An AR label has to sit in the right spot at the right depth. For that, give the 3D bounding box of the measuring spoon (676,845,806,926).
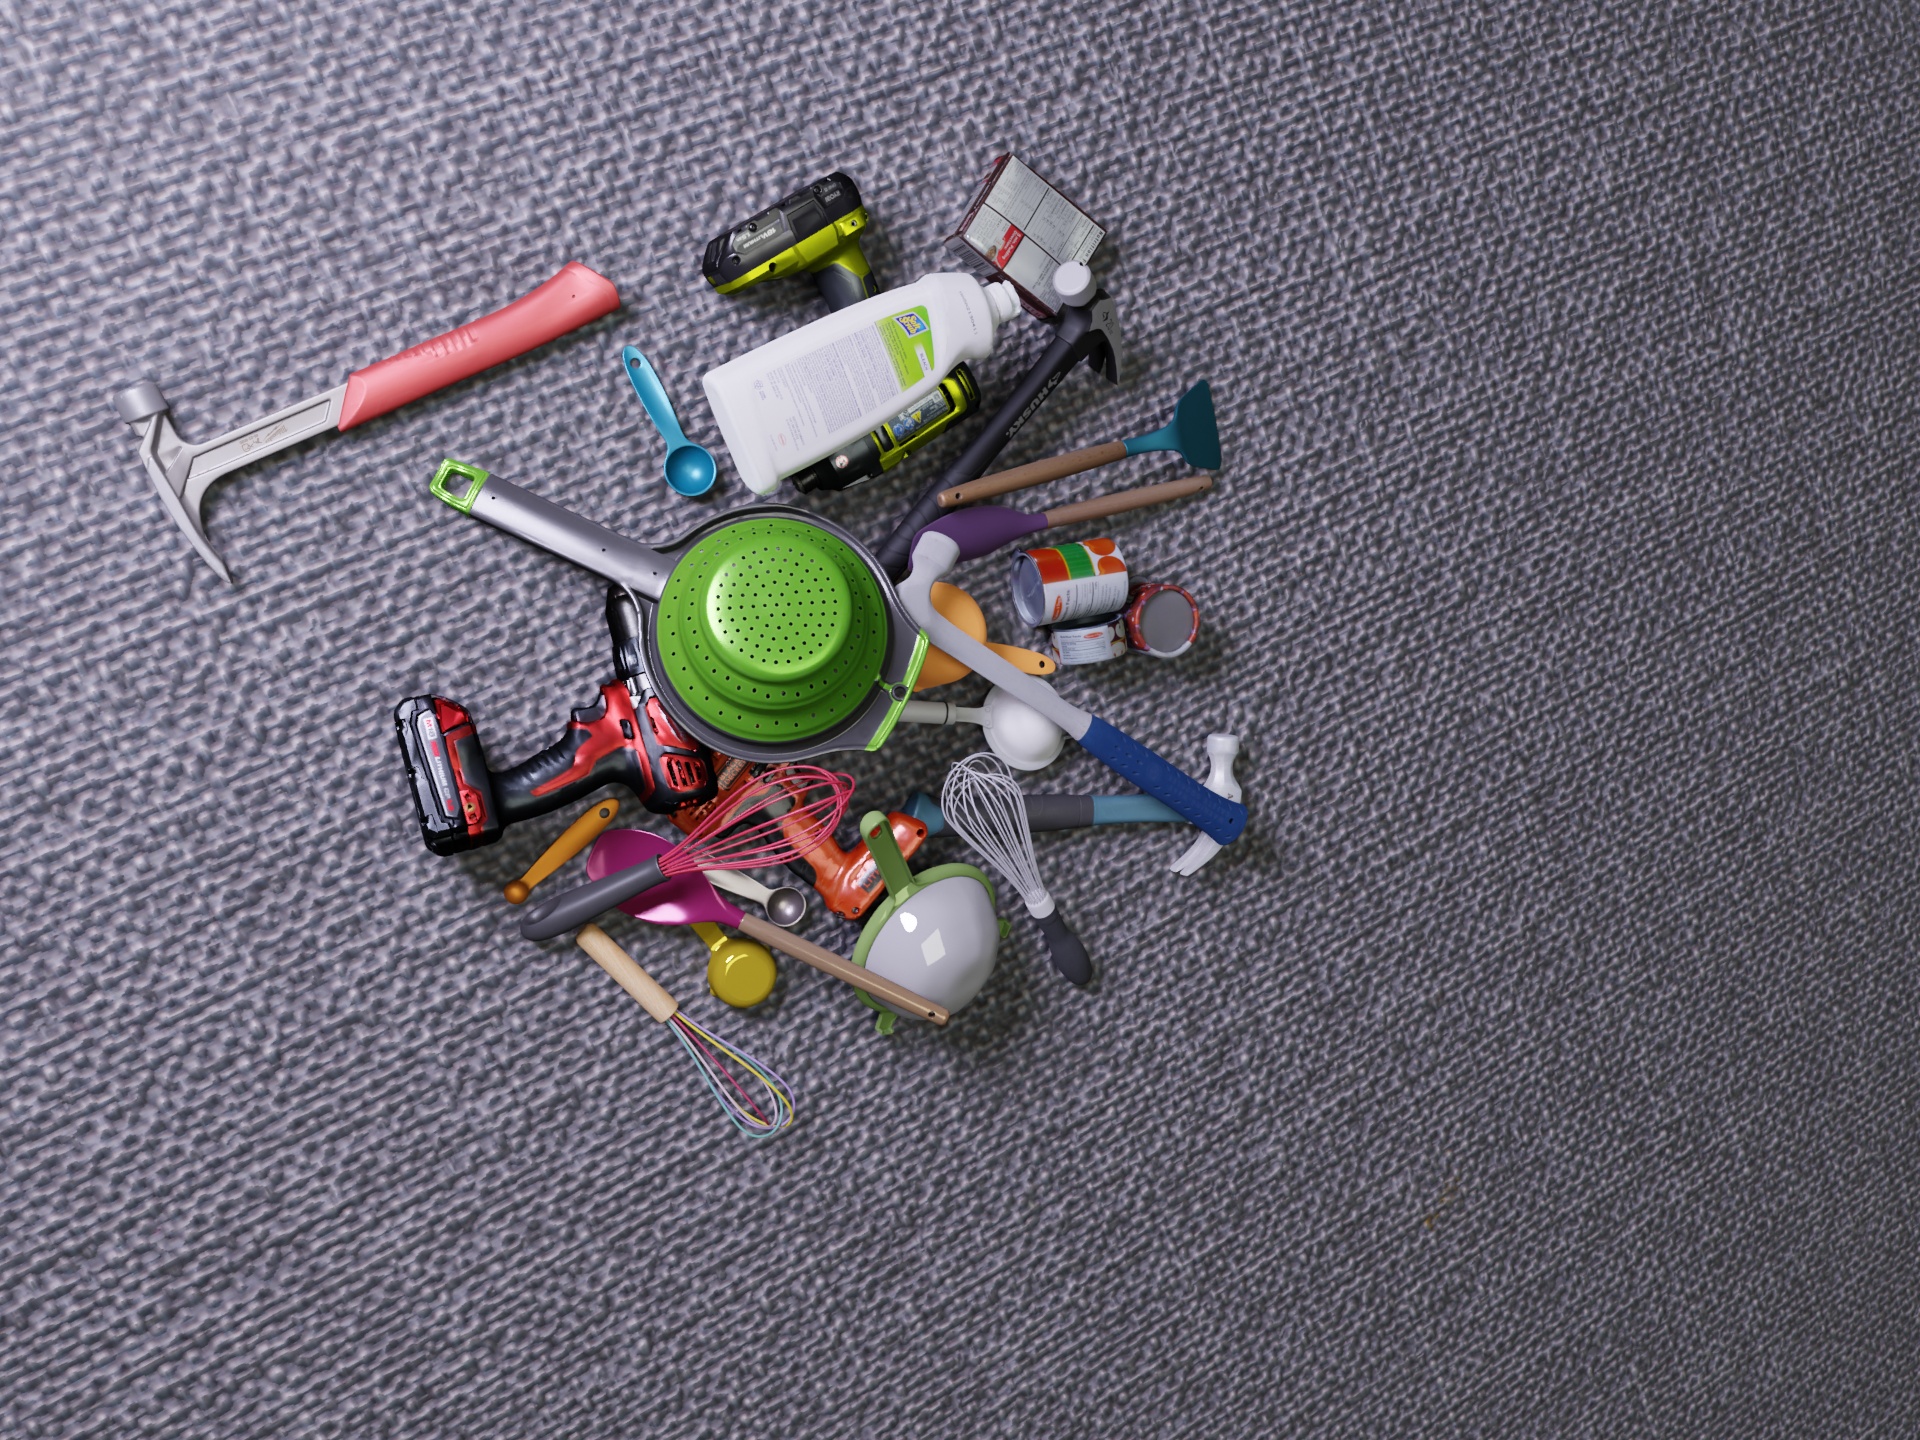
[{"bbox_3d":[-0.186,0.135,1.330,0.124,0.018,0.034,29,87,-15],"label":"measuring spoon"}]

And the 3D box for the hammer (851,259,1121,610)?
[{"bbox_3d":[0.016,-0.218,1.330,0.335,0.035,0.146,-50,155,1],"label":"hammer"}]

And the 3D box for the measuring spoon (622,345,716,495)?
[{"bbox_3d":[-0.236,-0.237,1.265,0.042,0.021,0.128,-28,97,-17],"label":"measuring spoon"}]

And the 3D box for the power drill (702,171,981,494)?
[{"bbox_3d":[-0.103,-0.305,1.277,0.171,0.080,0.223,-35,111,-15],"label":"power drill"}]

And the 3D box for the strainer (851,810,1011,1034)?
[{"bbox_3d":[-0.025,0.166,1.301,0.151,0.069,0.256,-38,141,-16],"label":"strainer"}]

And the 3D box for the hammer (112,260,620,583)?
[{"bbox_3d":[-0.416,-0.241,1.179,0.359,0.037,0.149,-28,106,-16],"label":"hammer"}]

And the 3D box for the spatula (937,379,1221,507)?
[{"bbox_3d":[0.111,-0.224,1.362,0.317,0.044,0.082,-19,105,-27],"label":"spatula"}]

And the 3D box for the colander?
[{"bbox_3d":[-0.213,-0.109,1.184,0.397,0.094,0.204,25,77,-3],"label":"colander"}]

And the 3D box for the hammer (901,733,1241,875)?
[{"bbox_3d":[0.103,0.080,1.427,0.331,0.033,0.128,-1,96,-22],"label":"hammer"}]

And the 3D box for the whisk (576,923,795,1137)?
[{"bbox_3d":[-0.228,0.258,1.313,0.244,0.047,0.051,48,66,-15],"label":"whisk"}]

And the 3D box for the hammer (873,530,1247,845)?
[{"bbox_3d":[0.094,0.006,1.356,0.405,0.035,0.144,32,77,-27],"label":"hammer"}]

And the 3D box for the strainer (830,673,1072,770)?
[{"bbox_3d":[-0.002,-0.004,1.372,0.258,0.050,0.087,4,79,-19],"label":"strainer"}]

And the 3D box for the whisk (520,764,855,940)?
[{"bbox_3d":[-0.215,0.107,1.244,0.296,0.073,0.073,-24,106,8],"label":"whisk"}]

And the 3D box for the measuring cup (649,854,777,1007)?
[{"bbox_3d":[-0.207,0.174,1.314,0.062,0.029,0.156,-39,110,-13],"label":"measuring cup"}]

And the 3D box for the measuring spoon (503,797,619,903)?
[{"bbox_3d":[-0.317,0.104,1.272,0.117,0.011,0.021,-43,110,-12],"label":"measuring spoon"}]

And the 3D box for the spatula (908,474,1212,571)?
[{"bbox_3d":[0.093,-0.180,1.375,0.316,0.018,0.059,-16,141,-29],"label":"spatula"}]

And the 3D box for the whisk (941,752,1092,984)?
[{"bbox_3d":[0.056,0.138,1.378,0.070,0.070,0.284,-38,125,-14],"label":"whisk"}]

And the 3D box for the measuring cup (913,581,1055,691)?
[{"bbox_3d":[0.016,-0.065,1.356,0.173,0.052,0.095,12,81,-24],"label":"measuring cup"}]

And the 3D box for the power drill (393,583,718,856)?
[{"bbox_3d":[-0.311,-0.002,1.218,0.226,0.080,0.188,-14,82,-20],"label":"power drill"}]

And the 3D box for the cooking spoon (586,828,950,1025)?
[{"bbox_3d":[-0.154,0.174,1.289,0.319,0.017,0.069,26,93,-1],"label":"cooking spoon"}]
